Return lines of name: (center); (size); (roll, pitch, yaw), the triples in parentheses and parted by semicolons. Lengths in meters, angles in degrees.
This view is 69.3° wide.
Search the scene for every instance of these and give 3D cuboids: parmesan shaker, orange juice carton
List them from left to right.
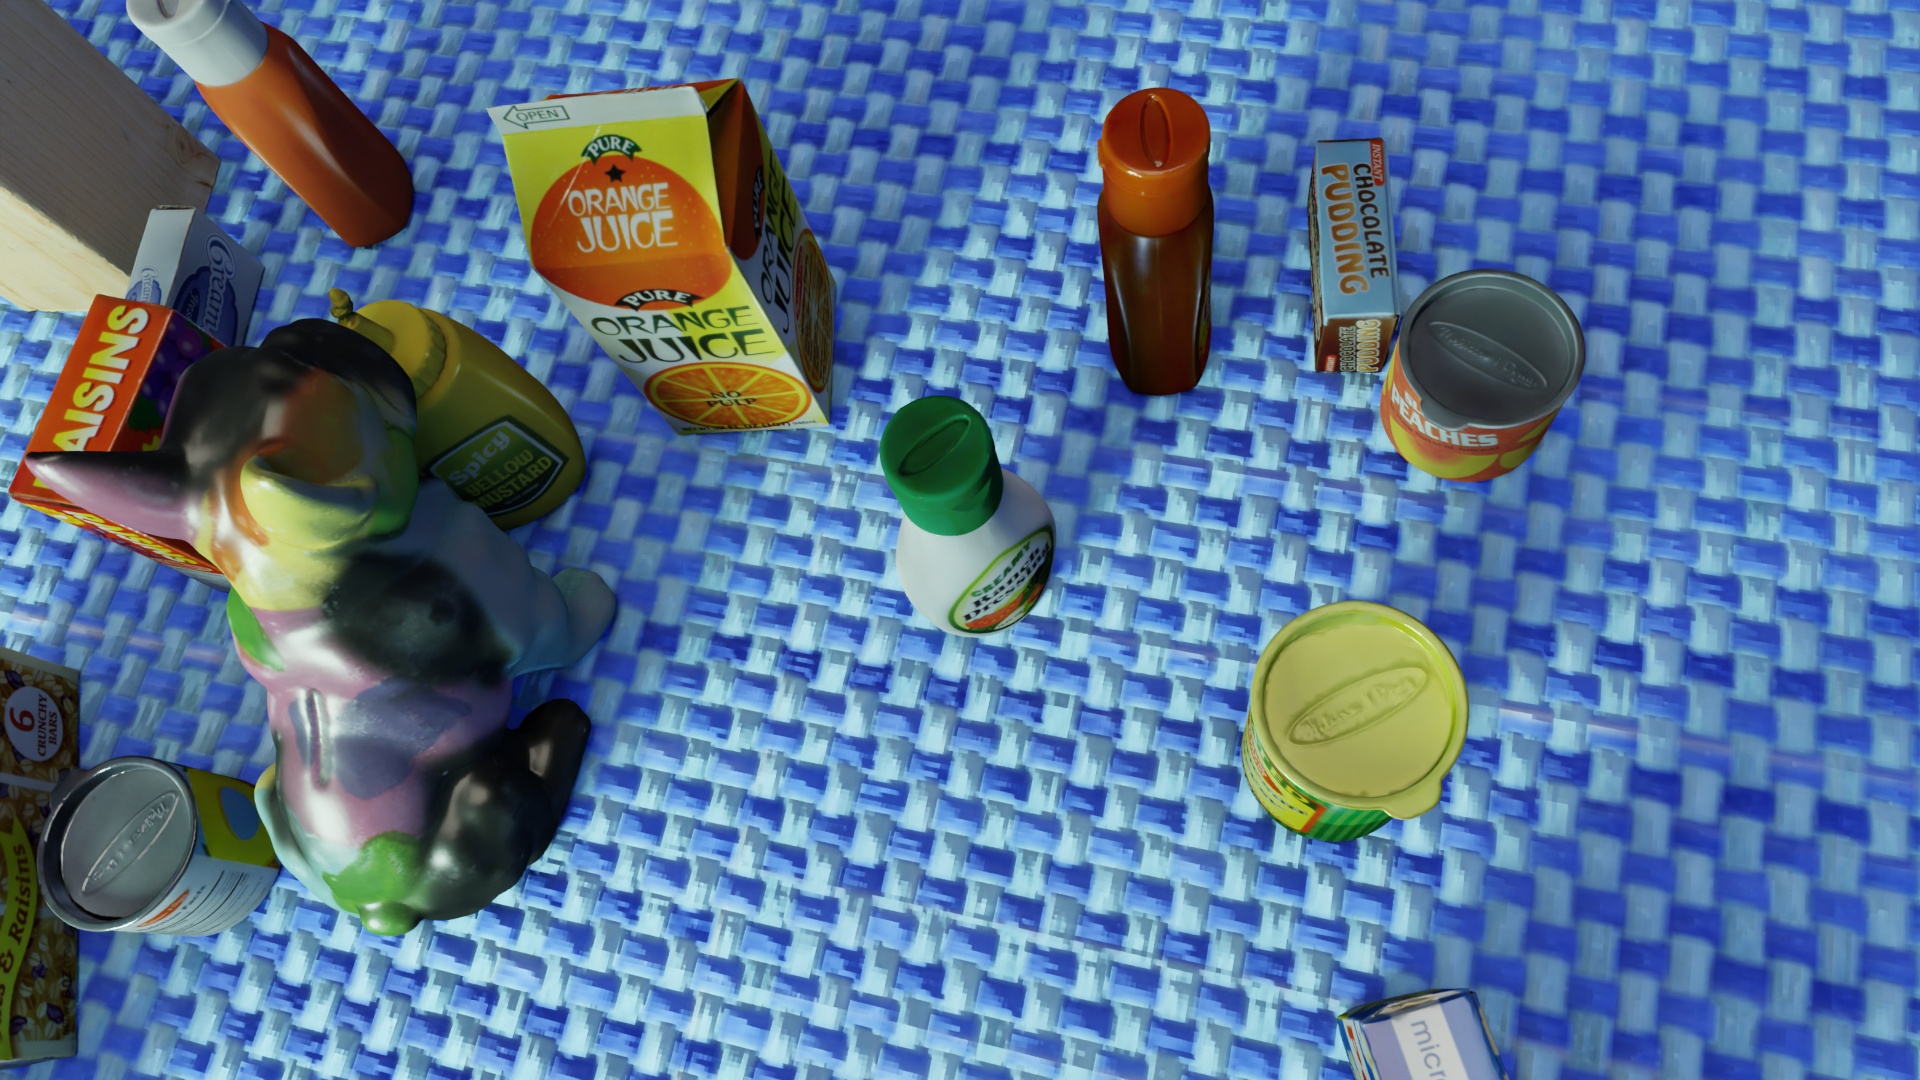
orange juice carton: (-0.104, -0.111, 0.531); (0.072, 0.192, 0.073); (-3, 71, 8)
parmesan shaker: (0.133, 0.069, 0.480); (0.071, 0.103, 0.071); (-3, 71, 8)

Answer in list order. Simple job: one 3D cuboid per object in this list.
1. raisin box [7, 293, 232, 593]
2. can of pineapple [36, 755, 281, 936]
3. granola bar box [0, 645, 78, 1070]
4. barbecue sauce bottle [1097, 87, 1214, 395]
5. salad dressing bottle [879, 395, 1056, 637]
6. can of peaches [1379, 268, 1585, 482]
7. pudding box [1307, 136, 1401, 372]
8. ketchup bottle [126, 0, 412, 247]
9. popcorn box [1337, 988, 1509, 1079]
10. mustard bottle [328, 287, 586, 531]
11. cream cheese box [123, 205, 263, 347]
raisin box: (-0.315, -0.034, 0.573); (0.040, 0.123, 0.086); (10, 73, 12)
can of pineapple: (-0.317, 0.121, 0.554); (0.071, 0.057, 0.071); (-3, 71, 8)
granola bar box: (-0.401, 0.118, 0.533); (0.039, 0.124, 0.166); (-15, 69, 4)
barbecue sauce bottle: (0.075, -0.112, 0.528); (0.044, 0.148, 0.065); (-4, 71, 8)
salad dressing bottle: (0.002, -0.006, 0.502); (0.064, 0.147, 0.044); (-40, 70, -6)
can of peaches: (0.199, -0.061, 0.539); (0.071, 0.058, 0.071); (-3, 71, 8)
pudding box: (0.160, -0.116, 0.569); (0.030, 0.049, 0.084); (-1, 71, 9)
ketchup bottle: (-0.299, -0.193, 0.613); (0.043, 0.148, 0.065); (-22, 69, 1)
popcorn box: (0.160, 0.208, 0.436); (0.038, 0.085, 0.127); (-17, 69, 3)
mustard bottle: (-0.202, -0.053, 0.543); (0.065, 0.160, 0.049); (-35, 70, -4)
cream cheese box: (-0.358, -0.096, 0.639); (0.024, 0.053, 0.104); (1, 71, 9)
